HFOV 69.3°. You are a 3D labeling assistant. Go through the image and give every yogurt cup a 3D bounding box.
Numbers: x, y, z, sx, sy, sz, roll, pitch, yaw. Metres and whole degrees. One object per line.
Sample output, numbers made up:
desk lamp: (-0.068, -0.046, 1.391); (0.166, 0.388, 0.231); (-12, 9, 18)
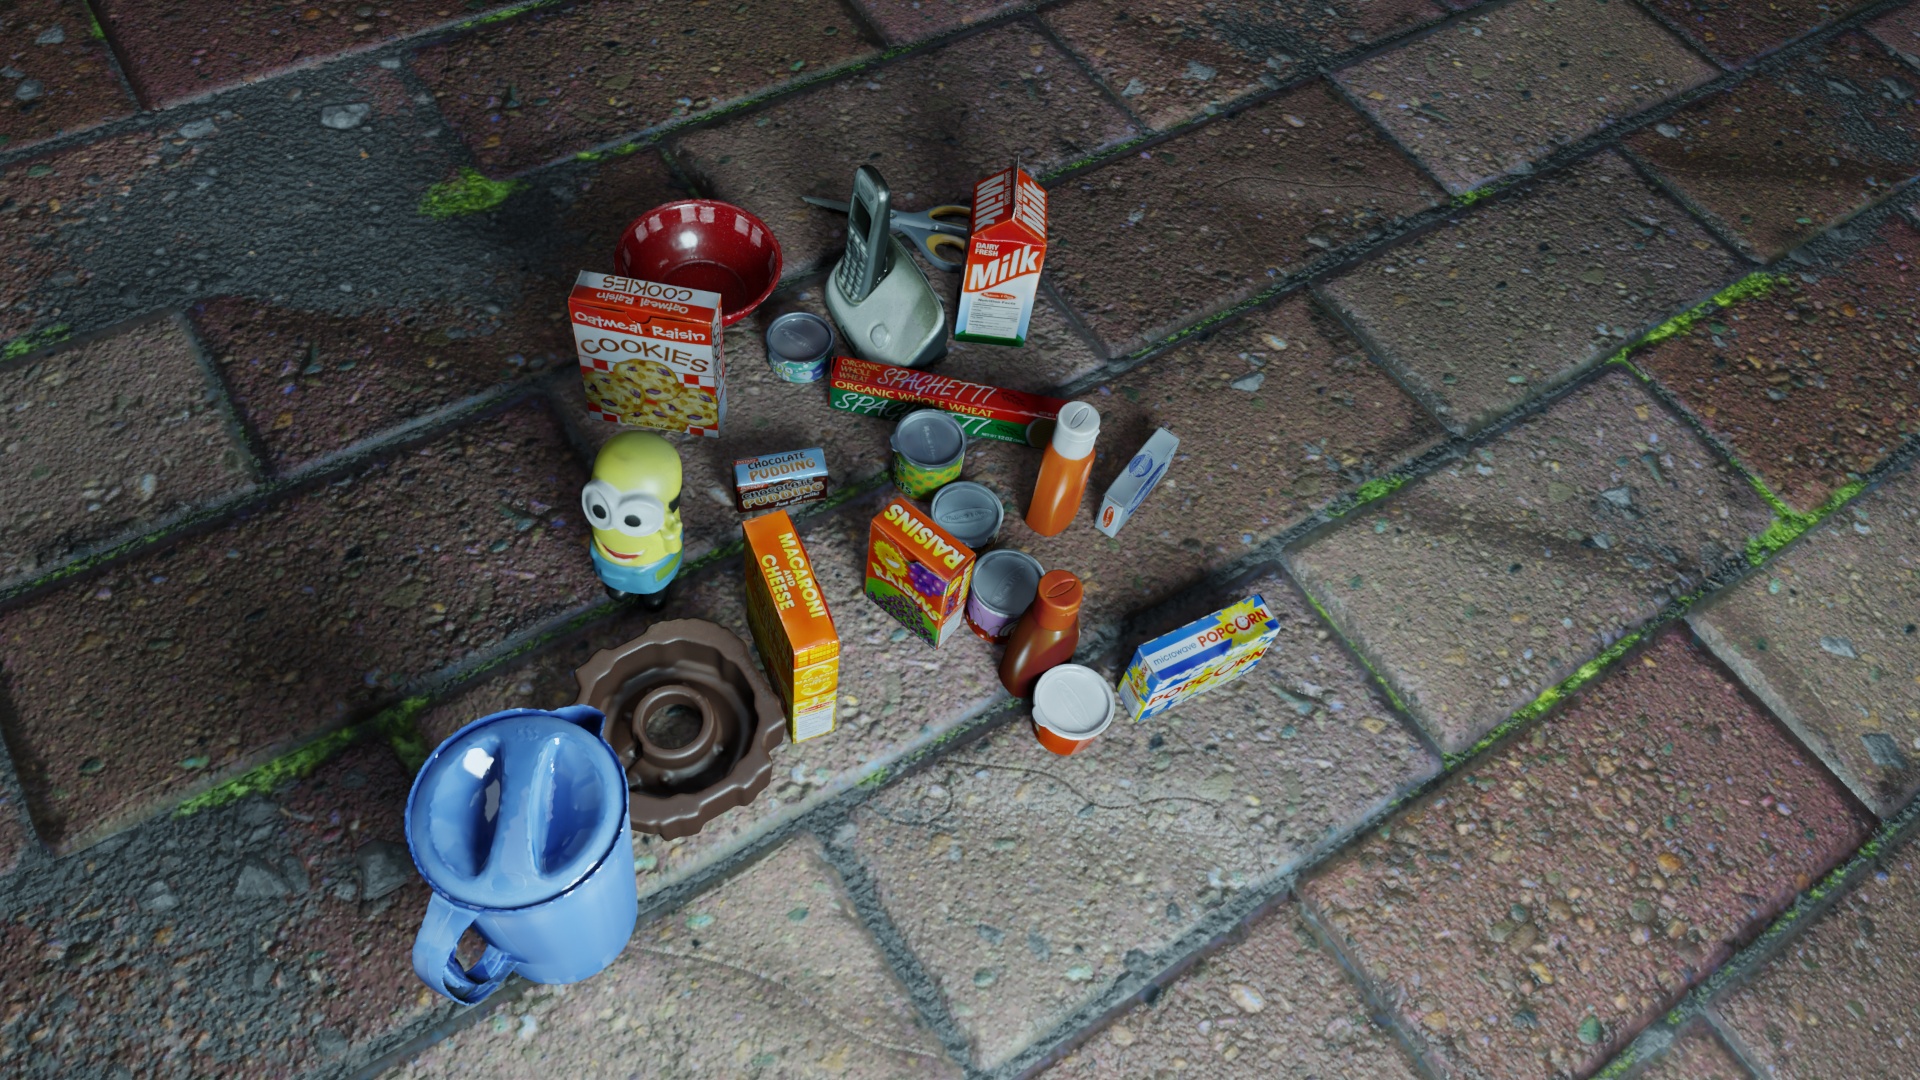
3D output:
yogurt cup: (0.091, 0.144, 1.161); (0.072, 0.053, 0.073); (3, 58, -5)

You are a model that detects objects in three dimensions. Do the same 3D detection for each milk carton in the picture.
milk carton: (0.040, -0.276, 1.338); (0.073, 0.189, 0.073); (5, 58, -4)

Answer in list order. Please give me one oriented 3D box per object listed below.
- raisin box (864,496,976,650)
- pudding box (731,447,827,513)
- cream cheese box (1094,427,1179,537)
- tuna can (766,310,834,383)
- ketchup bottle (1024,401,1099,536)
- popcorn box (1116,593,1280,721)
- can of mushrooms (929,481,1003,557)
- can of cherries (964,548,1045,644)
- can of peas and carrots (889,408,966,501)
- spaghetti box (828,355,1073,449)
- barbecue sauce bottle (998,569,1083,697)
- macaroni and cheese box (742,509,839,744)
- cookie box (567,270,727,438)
raisin box: (-0.037, 0.029, 1.176); (0.086, 0.122, 0.040); (38, 61, 16)
pudding box: (-0.163, -0.055, 1.255); (0.084, 0.049, 0.030); (-9, 60, -13)
cream cheese box: (0.164, -0.055, 1.297); (0.024, 0.053, 0.104); (34, 60, 13)
tuna can: (-0.157, -0.186, 1.349); (0.071, 0.032, 0.071); (3, 58, -5)
ketchup bottle: (0.094, -0.066, 1.238); (0.043, 0.148, 0.065); (31, 59, 12)
popcorn box: (0.202, 0.101, 1.185); (0.127, 0.084, 0.038); (-21, 63, -19)
can of mushrooms: (0.005, -0.016, 1.263); (0.071, 0.033, 0.071); (3, 58, -5)
can of cherries: (0.040, 0.051, 1.210); (0.071, 0.058, 0.072); (3, 58, -5)
can of peas and carrots: (-0.033, -0.077, 1.281); (0.071, 0.058, 0.071); (3, 58, -5)
spaghetti box: (-0.003, -0.128, 1.323); (0.250, 0.050, 0.029); (11, 57, -1)
barbecue sauce bottle: (0.071, 0.076, 1.145); (0.065, 0.147, 0.044); (-26, 65, -21)
macaroni and cheese box: (-0.136, 0.071, 1.110); (0.040, 0.165, 0.124); (-17, 62, -17)
cookie box: (-0.275, -0.162, 1.238); (0.123, 0.166, 0.040); (9, 58, -2)
